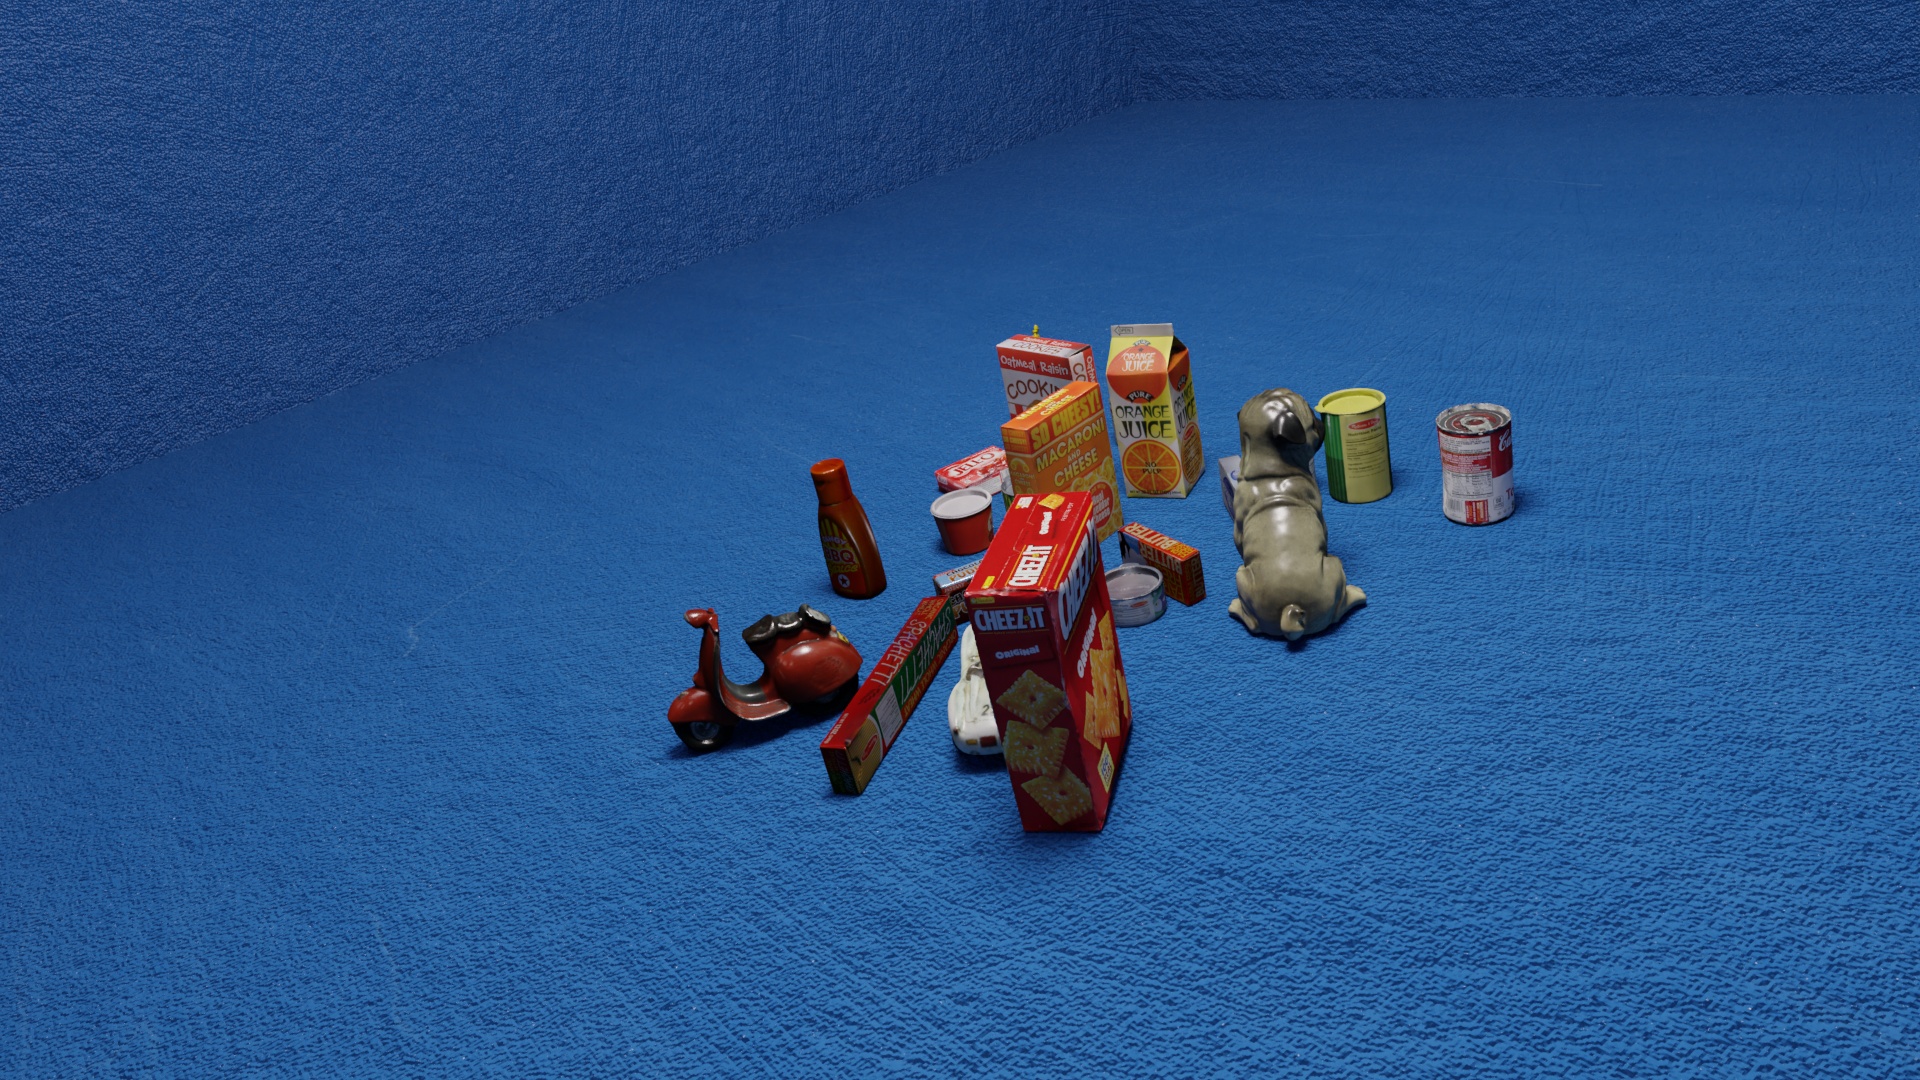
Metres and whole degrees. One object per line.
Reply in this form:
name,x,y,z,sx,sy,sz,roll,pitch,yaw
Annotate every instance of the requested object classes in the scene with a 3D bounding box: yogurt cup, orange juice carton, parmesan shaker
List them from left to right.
yogurt cup,0.005,-0.019,1.522,0.072,0.053,0.073,-11,25,5
orange juice carton,0.213,-0.147,1.527,0.072,0.191,0.073,2,29,29
parmesan shaker,0.406,-0.097,1.436,0.071,0.102,0.071,-11,25,5

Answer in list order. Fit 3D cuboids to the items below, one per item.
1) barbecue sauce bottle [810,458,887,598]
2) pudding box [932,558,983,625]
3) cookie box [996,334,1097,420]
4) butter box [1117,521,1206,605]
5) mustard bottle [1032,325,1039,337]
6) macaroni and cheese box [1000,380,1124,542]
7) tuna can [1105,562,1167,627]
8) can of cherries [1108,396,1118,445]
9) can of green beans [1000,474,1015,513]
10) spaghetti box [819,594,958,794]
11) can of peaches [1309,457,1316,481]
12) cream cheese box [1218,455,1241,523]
barbecue sauce bottle,-0.122,-0.013,1.459,0.065,0.148,0.044,8,32,38
pudding box,0.018,0.047,1.384,0.084,0.049,0.030,-19,26,-13
cookie box,0.110,-0.150,1.611,0.040,0.166,0.123,-30,30,-32
butter box,0.195,0.022,1.349,0.024,0.053,0.103,-25,28,-23
mustard bottle,0.103,-0.185,1.695,0.065,0.159,0.049,-15,25,-5
macaroni and cheese box,0.107,-0.065,1.439,0.040,0.165,0.124,12,35,42
tuna can,0.163,0.052,1.326,0.071,0.032,0.071,-11,25,5
can of cherries,0.219,-0.150,1.686,0.071,0.058,0.072,-11,25,5
can of green beans,0.082,-0.039,1.523,0.071,0.057,0.071,-11,25,5
spaghetti box,-0.058,0.132,1.246,0.028,0.050,0.251,-2,27,23
can of peaches,0.342,-0.078,1.480,0.071,0.057,0.071,-11,25,5
cream cheese box,0.292,-0.044,1.439,0.024,0.053,0.104,-12,25,3
